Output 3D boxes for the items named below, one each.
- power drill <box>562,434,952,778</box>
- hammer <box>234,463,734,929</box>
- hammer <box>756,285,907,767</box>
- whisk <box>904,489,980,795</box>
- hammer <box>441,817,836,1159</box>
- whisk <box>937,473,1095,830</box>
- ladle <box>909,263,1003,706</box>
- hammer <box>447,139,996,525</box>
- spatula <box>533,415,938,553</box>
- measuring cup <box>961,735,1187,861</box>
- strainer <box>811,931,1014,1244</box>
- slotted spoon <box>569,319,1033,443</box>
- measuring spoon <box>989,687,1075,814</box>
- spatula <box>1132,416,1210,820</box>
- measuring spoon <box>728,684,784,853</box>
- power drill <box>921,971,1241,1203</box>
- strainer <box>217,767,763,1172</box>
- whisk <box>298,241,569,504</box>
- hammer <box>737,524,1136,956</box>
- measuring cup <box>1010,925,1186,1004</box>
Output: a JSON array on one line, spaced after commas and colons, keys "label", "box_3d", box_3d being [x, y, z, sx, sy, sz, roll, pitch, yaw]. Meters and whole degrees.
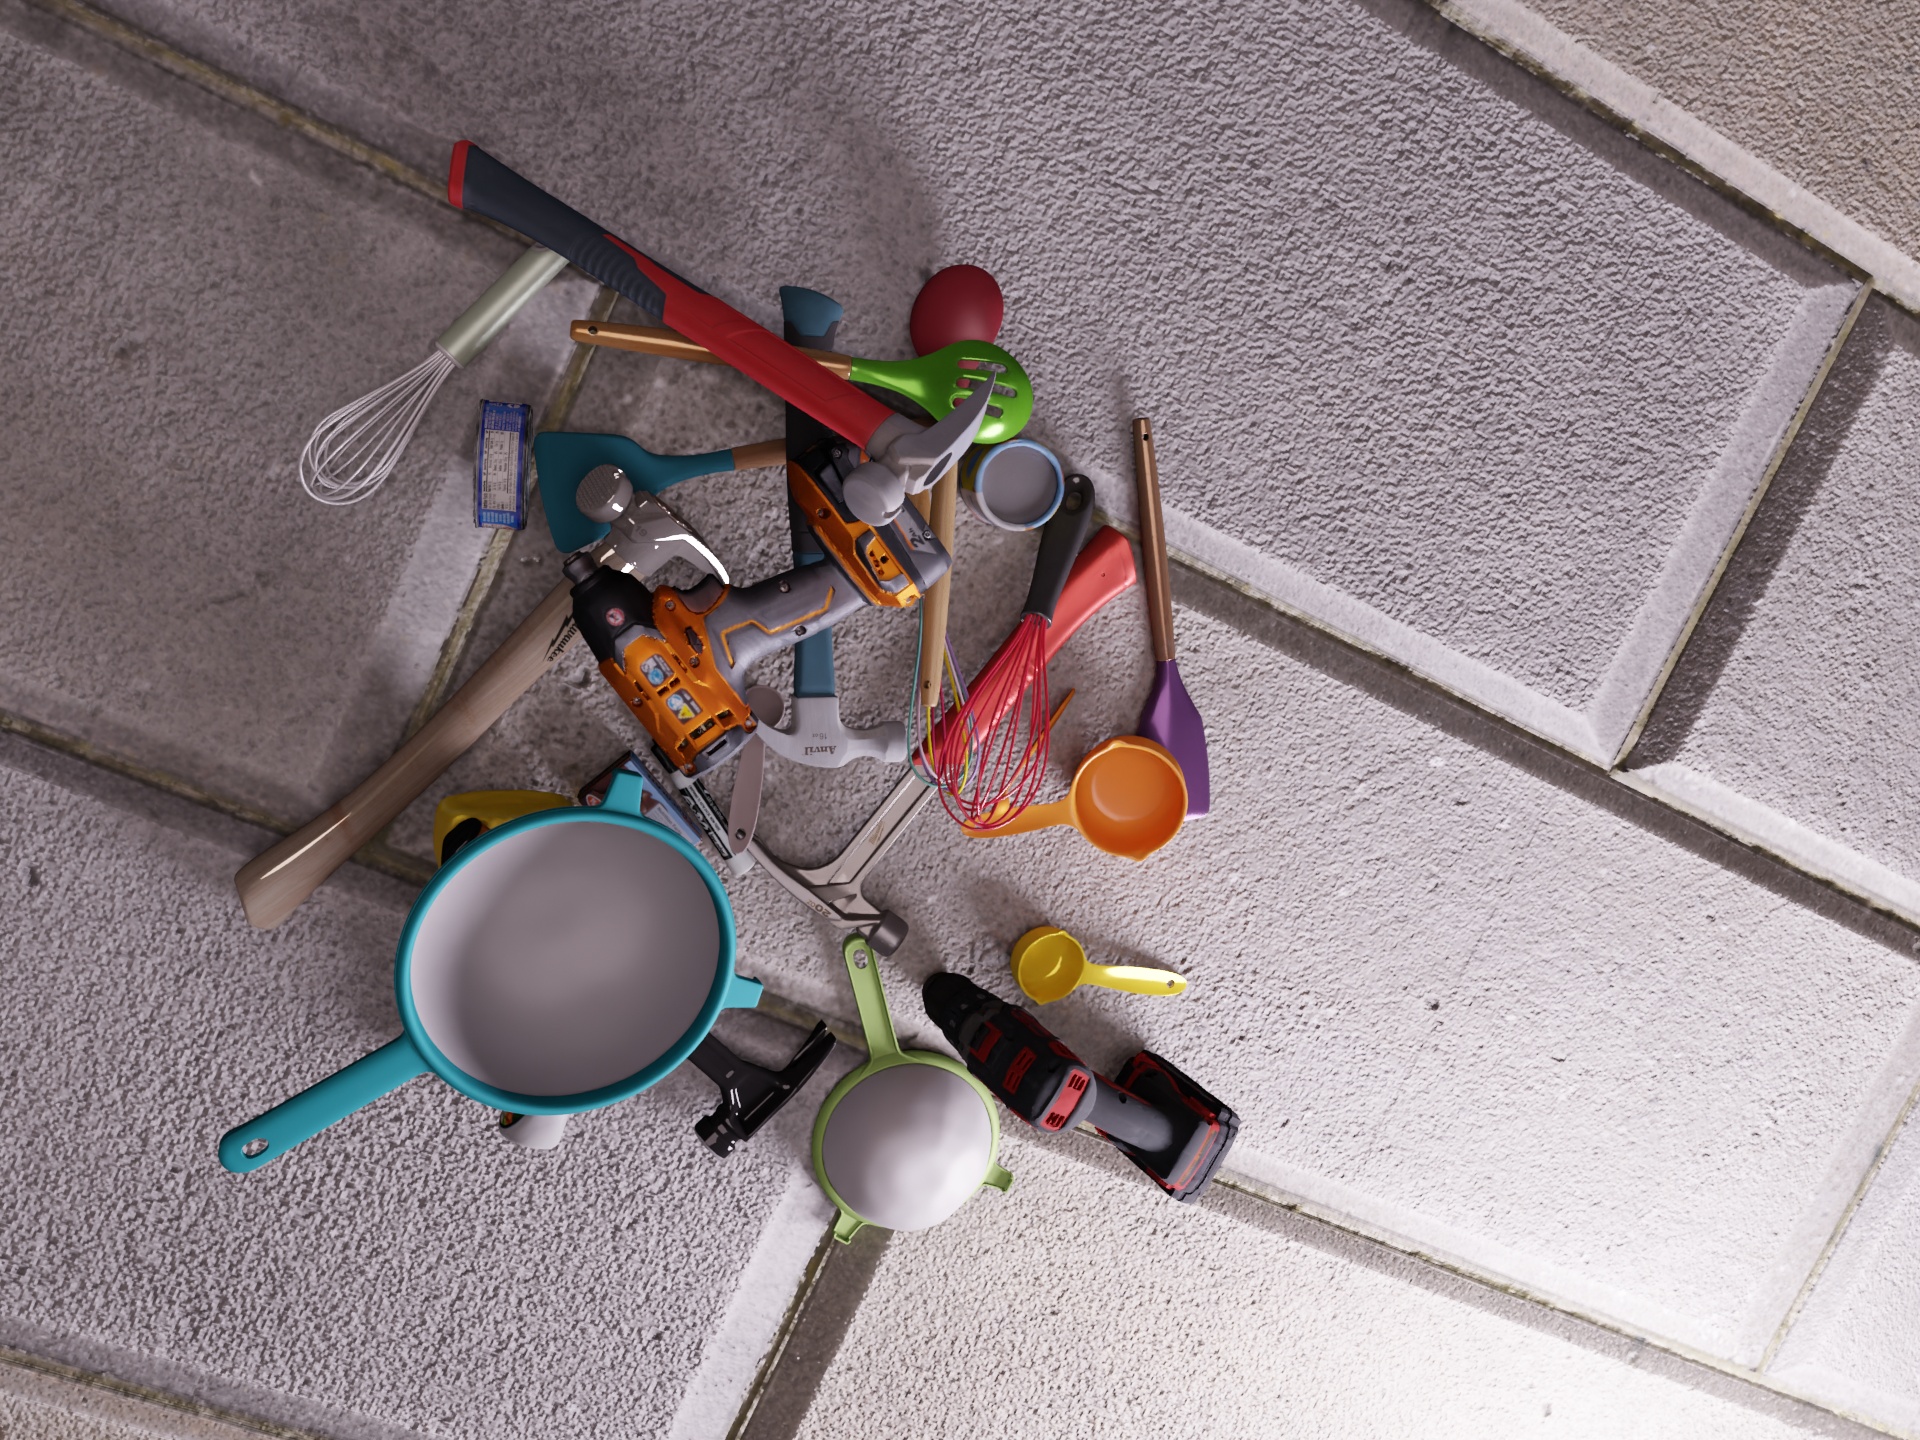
[{"label": "power drill", "box_3d": [-0.138, -0.091, 1.042, 0.226, 0.084, 0.164, -38, 105, -5]}, {"label": "hammer", "box_3d": [-0.338, 0.003, 1.100, 0.410, 0.038, 0.146, -42, 141, 6]}, {"label": "hammer", "box_3d": [-0.102, -0.131, 1.105, 0.128, 0.033, 0.331, -3, 99, -16]}, {"label": "whisk", "box_3d": [-0.024, -0.067, 1.141, 0.051, 0.047, 0.245, -7, 86, -1]}, {"label": "hammer", "box_3d": [-0.233, 0.179, 1.133, 0.127, 0.034, 0.336, -44, 120, -5]}, {"label": "whisk", "box_3d": [0.048, -0.054, 1.116, 0.073, 0.073, 0.296, 26, 63, -16]}, {"label": "ladle", "box_3d": [-0.012, -0.167, 1.111, 0.069, 0.031, 0.315, 3, 88, 19]}, {"label": "hammer", "box_3d": [-0.163, -0.271, 1.023, 0.386, 0.038, 0.143, 34, 54, 9]}, {"label": "spatula", "box_3d": [-0.133, -0.185, 1.116, 0.317, 0.044, 0.082, -11, 101, -10]}, {"label": "measuring cup", "box_3d": [0.088, 0.063, 1.216, 0.173, 0.052, 0.095, -11, 100, 12]}, {"label": "strainer", "box_3d": [-0.048, 0.288, 1.219, 0.151, 0.069, 0.256, -15, 106, -8]}, {"label": "slotted spoon", "box_3d": [-0.099, -0.236, 1.058, 0.313, 0.031, 0.070, 6, 88, -12]}, {"label": "measuring spoon", "box_3d": [0.057, 0.024, 1.199, 0.011, 0.021, 0.117, 35, 76, -1]}, {"label": "spatula", "box_3d": [0.152, -0.072, 1.212, 0.059, 0.018, 0.315, -9, 104, -9]}, {"label": "measuring spoon", "box_3d": [-0.152, 0.036, 1.159, 0.034, 0.018, 0.124, 9, 86, 4]}, {"label": "power drill", "box_3d": [0.083, 0.269, 1.208, 0.226, 0.188, 0.080, 31, 89, -35]}, {"label": "strainer", "box_3d": [-0.313, 0.172, 1.022, 0.340, 0.095, 0.210, -30, 116, -10]}, {"label": "whisk", "box_3d": [-0.346, -0.238, 1.063, 0.246, 0.058, 0.059, -46, 141, -3]}, {"label": "hammer", "box_3d": [-0.002, -0.004, 1.182, 0.149, 0.037, 0.359, 39, 90, -9]}, {"label": "measuring cup", "box_3d": [0.109, 0.197, 1.262, 0.156, 0.029, 0.062, 12, 99, -26]}]
